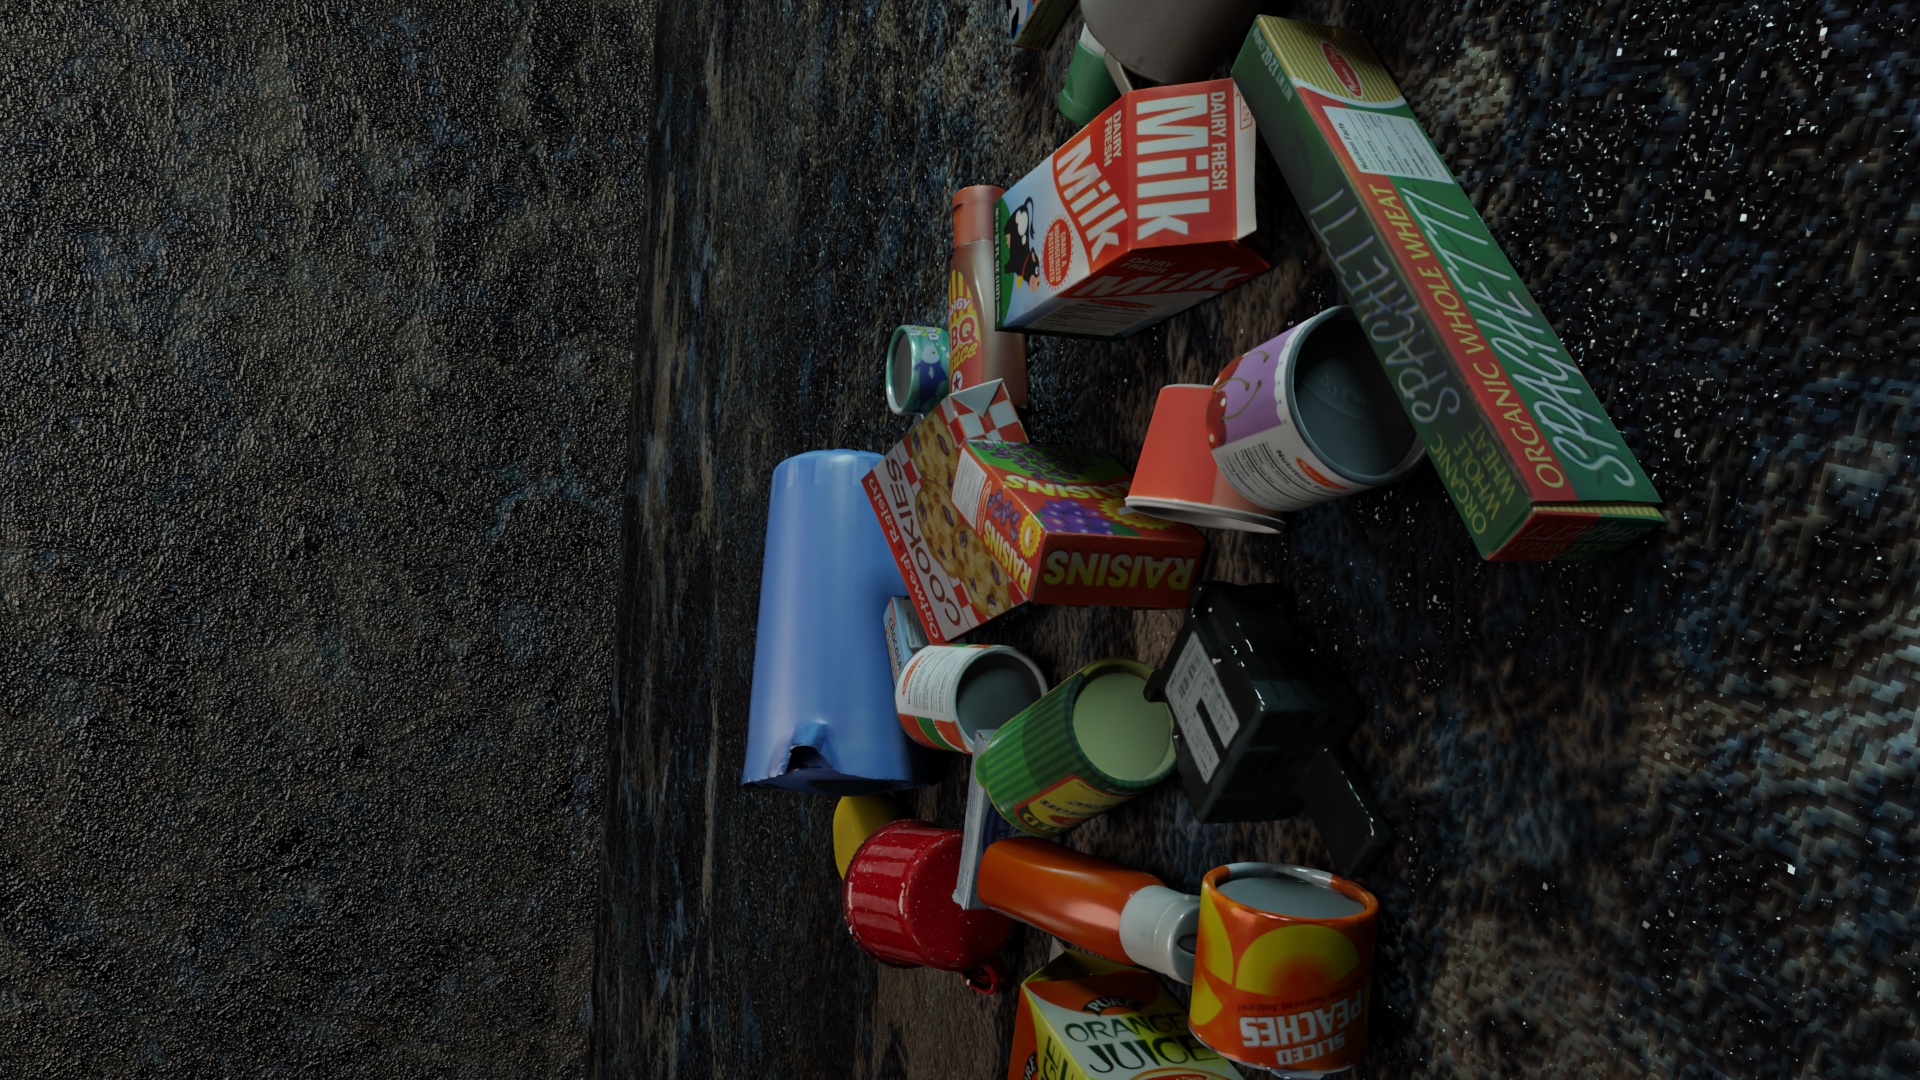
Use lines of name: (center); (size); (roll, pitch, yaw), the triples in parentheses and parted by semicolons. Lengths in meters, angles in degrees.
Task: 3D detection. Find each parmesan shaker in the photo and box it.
parmesan shaker: (0.058, 0.104, 0.691); (0.102, 0.071, 0.071); (131, 136, -59)

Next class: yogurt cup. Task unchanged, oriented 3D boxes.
yogurt cup: (0.107, -0.035, 0.588); (0.072, 0.072, 0.054); (-174, 95, -69)

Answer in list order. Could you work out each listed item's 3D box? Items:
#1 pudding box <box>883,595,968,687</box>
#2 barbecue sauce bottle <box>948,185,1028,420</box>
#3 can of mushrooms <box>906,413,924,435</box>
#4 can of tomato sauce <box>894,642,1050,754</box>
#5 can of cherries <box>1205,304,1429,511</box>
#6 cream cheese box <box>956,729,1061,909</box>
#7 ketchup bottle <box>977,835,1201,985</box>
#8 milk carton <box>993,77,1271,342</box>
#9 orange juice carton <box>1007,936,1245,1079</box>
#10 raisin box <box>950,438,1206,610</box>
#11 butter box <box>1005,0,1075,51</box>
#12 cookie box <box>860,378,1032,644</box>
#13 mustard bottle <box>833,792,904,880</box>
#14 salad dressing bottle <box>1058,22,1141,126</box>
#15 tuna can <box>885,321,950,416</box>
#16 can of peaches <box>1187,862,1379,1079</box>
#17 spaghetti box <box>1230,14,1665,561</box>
pudding box: (-0.021, 0.078, 0.932); (0.030, 0.050, 0.084); (115, 149, -49)
barbecue sauce bottle: (0.015, -0.146, 0.868); (0.064, 0.044, 0.148); (155, 116, -64)
can of mushrooms: (-0.016, -0.051, 0.955); (0.071, 0.033, 0.071); (-177, 89, -70)
can of tomato sauce: (0.008, 0.095, 0.829); (0.083, 0.071, 0.071); (171, 100, -65)
can of cherries: (0.135, -0.049, 0.517); (0.058, 0.071, 0.071); (154, 116, -68)
cream cheese box: (0.030, 0.158, 0.784); (0.024, 0.053, 0.103); (-143, 58, -67)
ketchup bottle: (0.070, 0.177, 0.672); (0.148, 0.065, 0.043); (-2, 75, 61)
milk carton: (0.084, -0.149, 0.645); (0.190, 0.073, 0.072); (167, 104, -68)
orange juice carton: (0.074, 0.257, 0.629); (0.193, 0.073, 0.071); (-145, 59, -66)
raisin box: (0.055, -0.009, 0.691); (0.124, 0.086, 0.040); (-128, 46, -60)
butter box: (0.056, -0.339, 0.808); (0.103, 0.024, 0.053); (134, 133, -61)
cookie box: (0.003, -0.011, 0.841); (0.123, 0.040, 0.167); (67, 155, 6)
mustard bottle: (-0.053, 0.247, 1.001); (0.161, 0.049, 0.065); (-123, 40, -56)
salad dressing bottle: (0.087, -0.279, 0.692); (0.064, 0.044, 0.146); (-110, 30, -48)
tuna can: (-0.029, -0.124, 0.998); (0.071, 0.033, 0.071); (-177, 89, -69)
can of peaches: (0.122, 0.159, 0.522); (0.071, 0.071, 0.058); (-163, 77, -69)
spaghetti box: (0.157, -0.097, 0.480); (0.028, 0.050, 0.251); (114, 151, -48)
